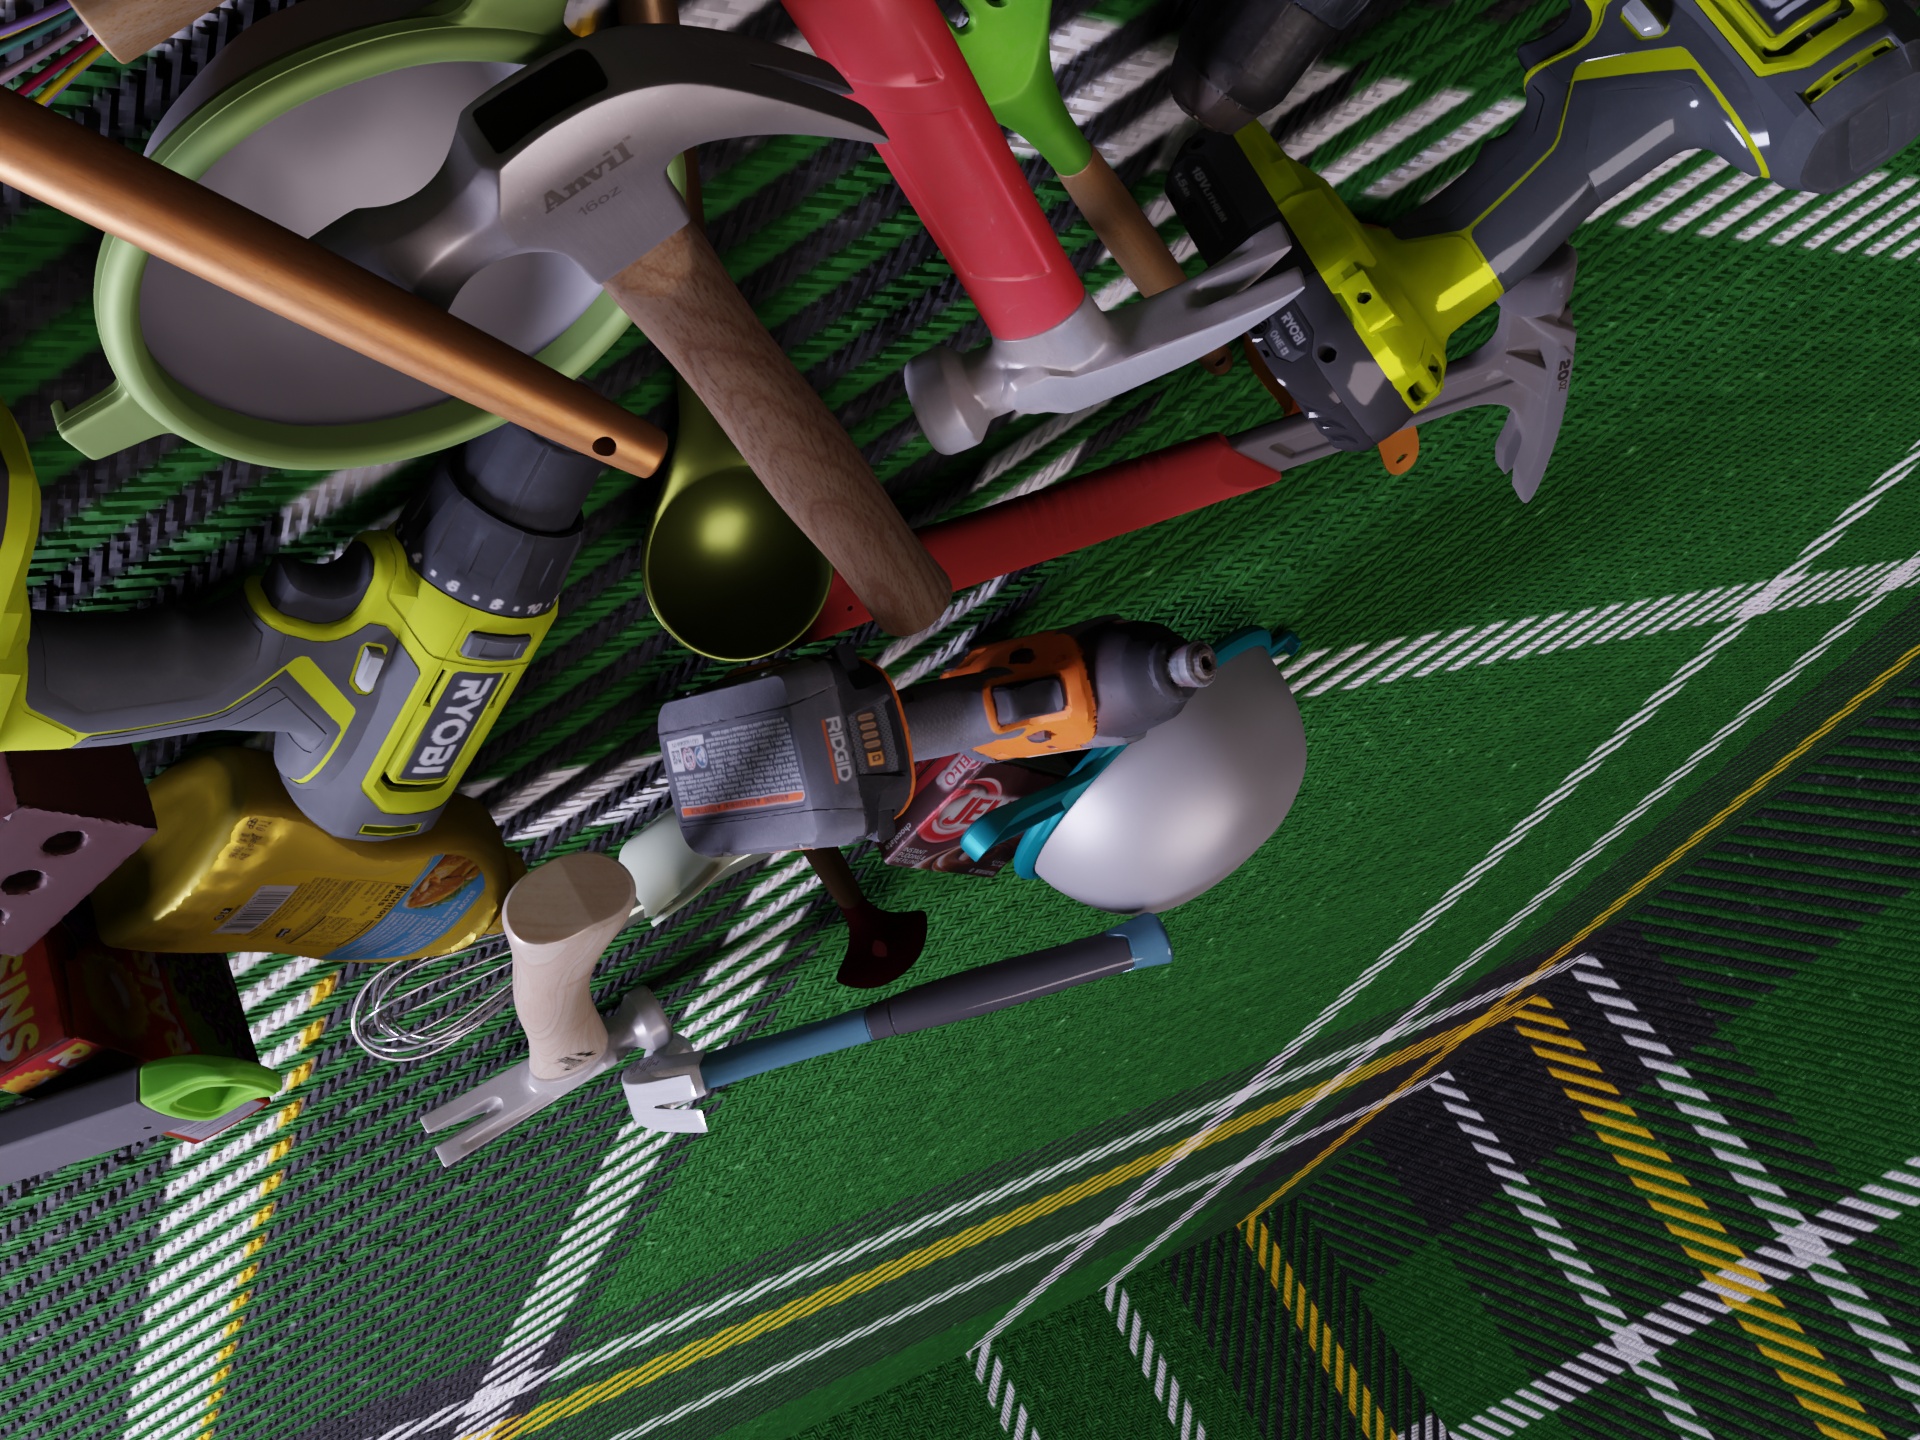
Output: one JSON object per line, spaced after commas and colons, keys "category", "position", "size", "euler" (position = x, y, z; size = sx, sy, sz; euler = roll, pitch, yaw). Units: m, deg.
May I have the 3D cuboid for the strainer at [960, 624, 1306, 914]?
{"category": "strainer", "position": [0.109, 0.058, 0.900], "size": [0.211, 0.095, 0.340], "euler": [-51, 165, 24]}

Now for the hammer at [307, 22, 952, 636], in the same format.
{"category": "hammer", "position": [-0.054, -0.094, 0.504], "size": [0.130, 0.031, 0.331], "euler": [-34, 160, 3]}

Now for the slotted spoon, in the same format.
{"category": "slotted spoon", "position": [0.049, -0.195, 0.591], "size": [0.070, 0.031, 0.313], "euler": [-39, 154, 14]}

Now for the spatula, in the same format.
{"category": "spatula", "position": [-0.198, -0.113, 0.294], "size": [0.322, 0.041, 0.081], "euler": [24, 124, -31]}

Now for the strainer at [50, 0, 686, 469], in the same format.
{"category": "strainer", "position": [-0.126, -0.167, 0.377], "size": [0.151, 0.069, 0.256], "euler": [-15, 156, -44]}

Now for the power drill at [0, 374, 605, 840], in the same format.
{"category": "power drill", "position": [-0.229, -0.042, 0.499], "size": [0.228, 0.080, 0.190], "euler": [1, 133, -51]}

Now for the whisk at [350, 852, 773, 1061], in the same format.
{"category": "whisk", "position": [-0.190, 0.103, 0.814], "size": [0.246, 0.058, 0.059], "euler": [-26, 122, -22]}

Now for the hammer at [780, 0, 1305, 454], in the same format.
{"category": "hammer", "position": [-0.018, -0.204, 0.418], "size": [0.143, 0.038, 0.385], "euler": [-21, 150, 15]}

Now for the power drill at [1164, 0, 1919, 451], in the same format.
{"category": "power drill", "position": [0.196, -0.216, 0.573], "size": [0.223, 0.171, 0.080], "euler": [-33, 154, 20]}

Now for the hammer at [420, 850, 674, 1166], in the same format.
{"category": "hammer", "position": [-0.198, 0.141, 0.750], "size": [0.146, 0.038, 0.410], "euler": [-29, 168, -21]}

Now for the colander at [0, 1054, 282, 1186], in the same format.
{"category": "colander", "position": [-0.424, 0.217, 0.583], "size": [0.397, 0.095, 0.204], "euler": [-19, 154, 11]}

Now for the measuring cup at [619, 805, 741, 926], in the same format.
{"category": "measuring cup", "position": [-0.132, 0.062, 0.736], "size": [0.083, 0.038, 0.167], "euler": [-35, -176, 2]}

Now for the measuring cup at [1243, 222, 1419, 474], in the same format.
{"category": "measuring cup", "position": [0.186, -0.168, 0.752], "size": [0.095, 0.052, 0.173], "euler": [-37, 154, 9]}

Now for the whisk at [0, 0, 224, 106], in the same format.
{"category": "whisk", "position": [-0.222, -0.152, 0.365], "size": [0.245, 0.047, 0.051], "euler": [-35, 165, -4]}

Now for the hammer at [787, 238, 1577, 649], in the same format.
{"category": "hammer", "position": [0.092, -0.098, 0.698], "size": [0.359, 0.037, 0.149], "euler": [-19, 147, 0]}

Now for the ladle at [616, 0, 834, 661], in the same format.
{"category": "ladle", "position": [-0.084, -0.135, 0.519], "size": [0.078, 0.062, 0.319], "euler": [-25, 150, -19]}

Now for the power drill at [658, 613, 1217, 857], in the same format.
{"category": "power drill", "position": [-0.001, -0.002, 0.719], "size": [0.226, 0.084, 0.164], "euler": [-14, -178, -41]}

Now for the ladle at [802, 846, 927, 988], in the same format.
{"category": "ladle", "position": [-0.067, 0.086, 0.881], "size": [0.069, 0.031, 0.315], "euler": [-38, 150, -10]}

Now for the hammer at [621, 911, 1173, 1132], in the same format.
{"category": "hammer", "position": [-0.039, 0.171, 0.924], "size": [0.331, 0.033, 0.128], "euler": [-17, -175, 3]}

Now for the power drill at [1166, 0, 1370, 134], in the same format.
{"category": "power drill", "position": [0.079, -0.270, 0.448], "size": [0.226, 0.080, 0.188], "euler": [-4, 142, -48]}
